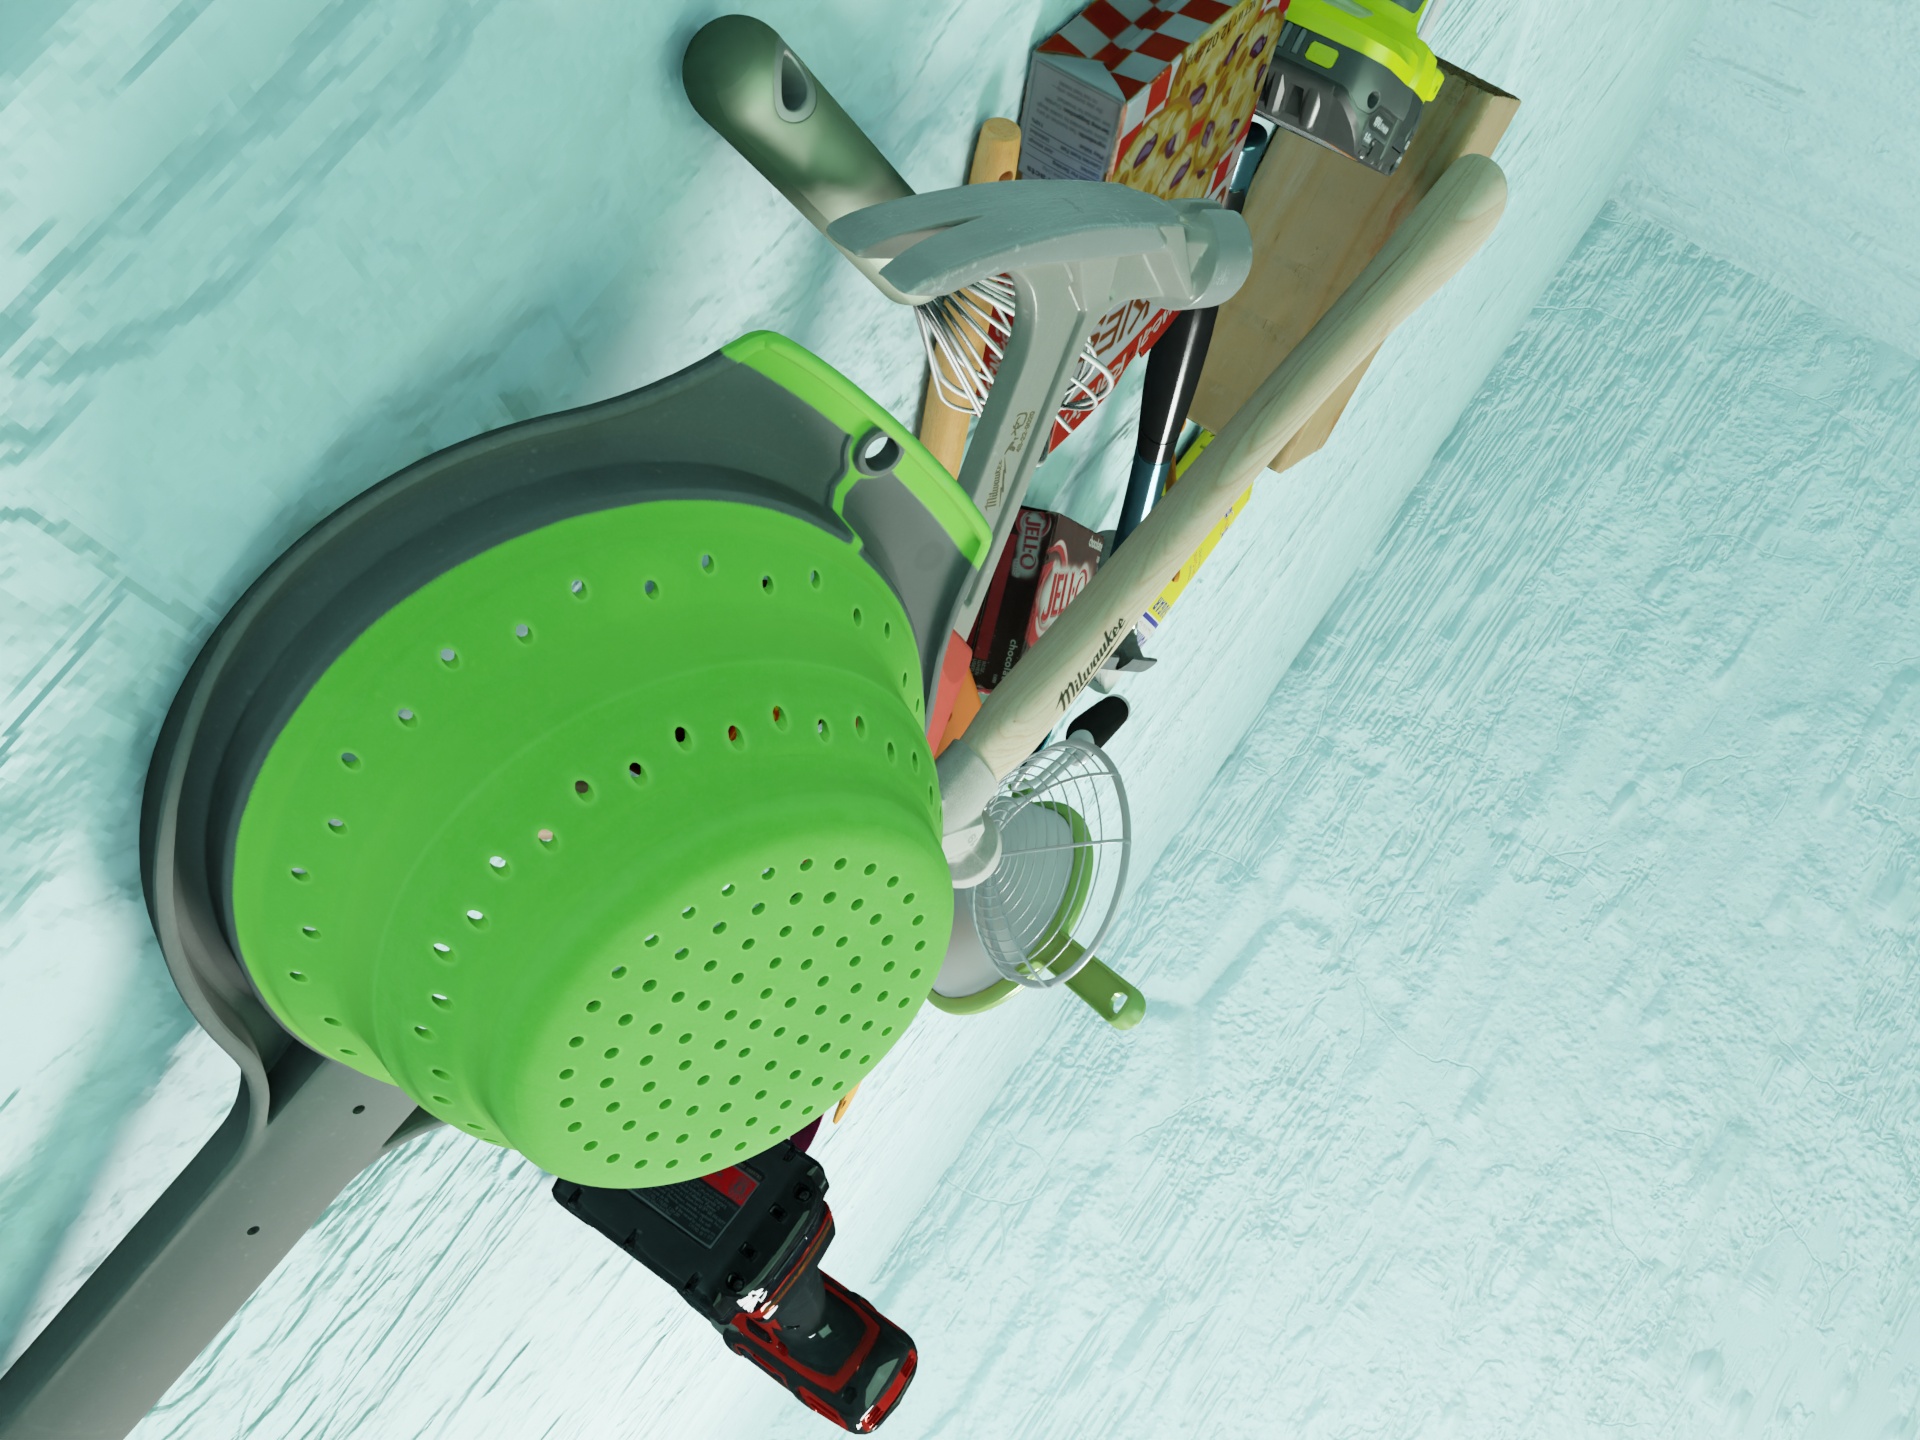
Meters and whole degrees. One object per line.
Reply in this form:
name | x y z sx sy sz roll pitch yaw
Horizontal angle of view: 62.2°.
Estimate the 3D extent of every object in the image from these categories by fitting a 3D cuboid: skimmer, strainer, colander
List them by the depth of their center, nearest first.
colander | -0.123 0.099 0.377 0.397 0.095 0.204 -48 141 5
skimmer | 0.081 0.044 0.925 0.127 0.090 0.363 -65 170 18
strainer | 0.026 0.113 0.938 0.151 0.069 0.256 -54 -154 -2

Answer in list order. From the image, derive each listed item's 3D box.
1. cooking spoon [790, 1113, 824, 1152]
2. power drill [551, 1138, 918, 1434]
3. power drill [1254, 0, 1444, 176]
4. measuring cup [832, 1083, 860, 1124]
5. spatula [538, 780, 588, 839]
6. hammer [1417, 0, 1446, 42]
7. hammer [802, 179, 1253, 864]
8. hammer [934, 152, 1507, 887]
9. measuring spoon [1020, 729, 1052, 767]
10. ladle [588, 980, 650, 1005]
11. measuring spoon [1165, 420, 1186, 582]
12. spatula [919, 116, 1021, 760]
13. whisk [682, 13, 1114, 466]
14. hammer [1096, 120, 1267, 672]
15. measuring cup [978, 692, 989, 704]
cooking spoon | -0.051 0.134 0.969 0.017 0.069 0.319 15 108 -32
power drill | -0.123 0.266 0.810 0.080 0.188 0.226 -50 147 -26
power drill | 0.178 -0.336 0.602 0.228 0.080 0.190 -65 165 22
measuring cup | -0.065 0.158 0.920 0.095 0.052 0.173 -35 150 -59
spatula | -0.101 0.029 0.553 0.060 0.018 0.316 -16 174 17
hammer | 0.244 -0.343 0.913 0.144 0.035 0.405 -43 161 -46
hammer | -0.024 0.000 0.517 0.149 0.037 0.358 -21 144 -44
hammer | 0.109 -0.105 0.697 0.410 0.038 0.146 -49 158 -10
measuring spoon | 0.046 -0.022 1.020 0.042 0.021 0.128 -41 151 -37
ladle | -0.113 0.108 0.718 0.069 0.031 0.315 -66 164 14
measuring spoon | 0.117 -0.122 0.851 0.021 0.011 0.117 99 -6 -60
spatula | -0.006 -0.081 0.616 0.081 0.041 0.322 -22 150 -25
whisk | -0.010 -0.126 0.451 0.246 0.059 0.058 21 71 -68
hammer | 0.099 -0.148 0.788 0.330 0.033 0.128 98 -4 -51
measuring cup | -0.001 -0.003 0.859 0.167 0.038 0.083 -23 148 -41
